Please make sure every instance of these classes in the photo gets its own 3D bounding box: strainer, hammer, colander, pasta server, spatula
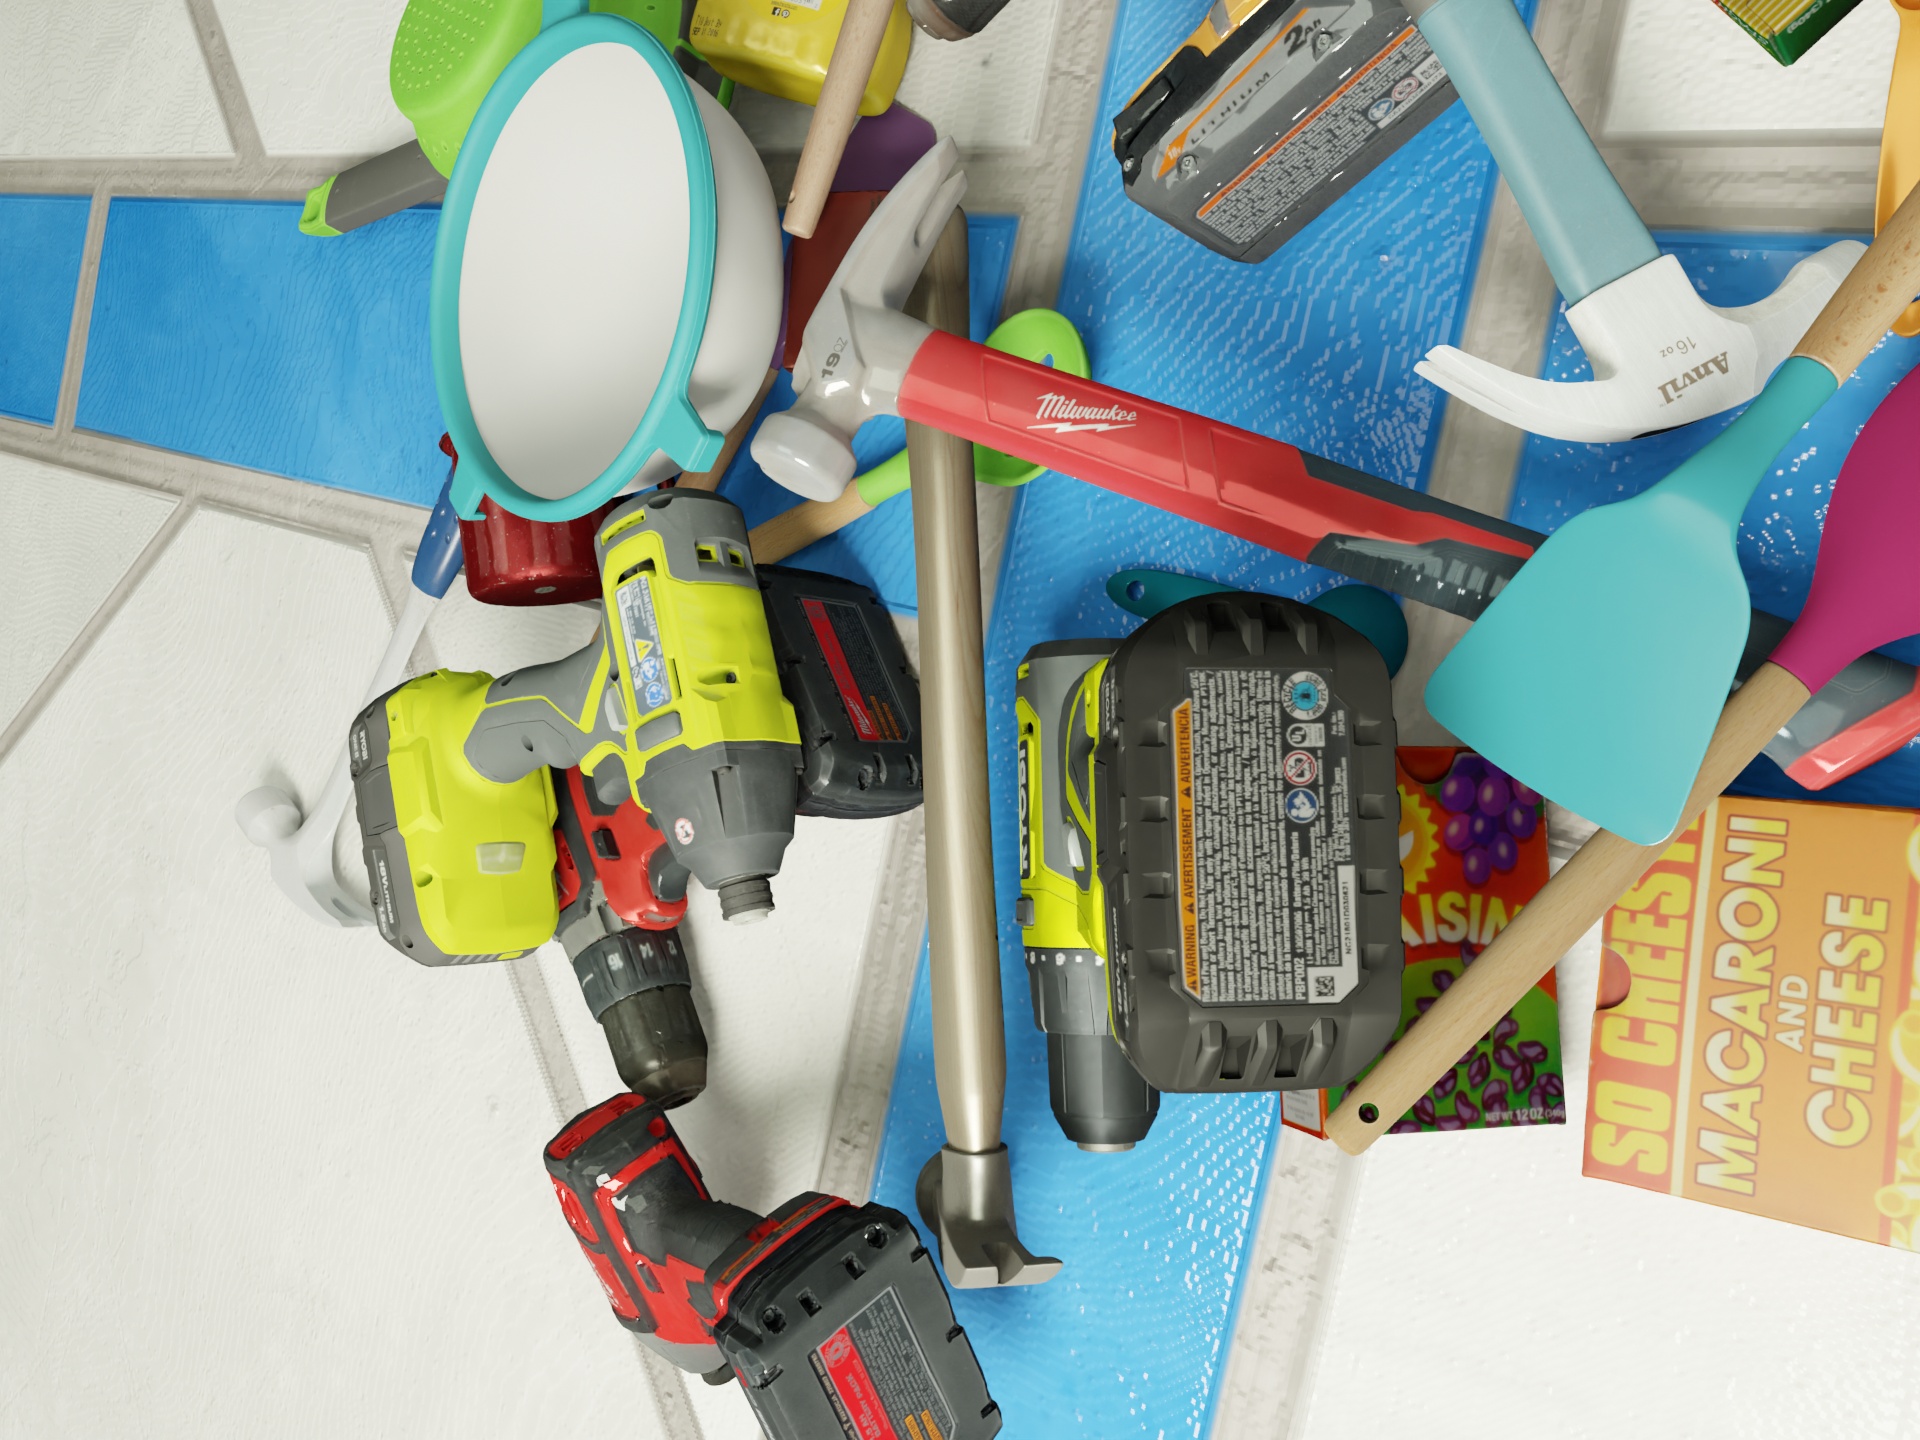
[{"bbox_3d":[-0.143,-0.254,0.707,0.211,0.095,0.340,-2,87,44],"label":"strainer"},{"bbox_3d":[-0.001,-0.002,0.604,0.038,0.146,0.411,-2,82,-7],"label":"hammer"},{"bbox_3d":[0.121,-0.085,0.532,0.386,0.038,0.143,23,79,20],"label":"hammer"},{"bbox_3d":[-0.282,-0.332,0.855,0.397,0.094,0.204,-1,74,40],"label":"colander"},{"bbox_3d":[-0.303,-0.063,0.902,0.144,0.035,0.405,40,109,32],"label":"hammer"},{"bbox_3d":[-0.011,-0.350,0.654,0.060,0.040,0.316,28,100,62],"label":"pasta server"},{"bbox_3d":[0.149,-0.236,0.493,0.128,0.033,0.331,-28,88,4],"label":"hammer"},{"bbox_3d":[0.255,-0.113,0.450,0.082,0.044,0.317,38,88,34],"label":"spatula"},{"bbox_3d":[-0.104,-0.148,0.760,0.060,0.018,0.316,39,103,27],"label":"spatula"}]

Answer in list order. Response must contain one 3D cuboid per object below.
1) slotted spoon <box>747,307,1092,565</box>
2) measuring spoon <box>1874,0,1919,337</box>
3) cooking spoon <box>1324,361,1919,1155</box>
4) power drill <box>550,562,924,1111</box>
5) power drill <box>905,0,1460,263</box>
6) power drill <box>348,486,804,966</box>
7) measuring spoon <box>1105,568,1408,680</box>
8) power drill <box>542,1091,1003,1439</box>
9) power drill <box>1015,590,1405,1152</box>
[{"bbox_3d":[-0.061,-0.098,0.731,0.314,0.031,0.070,-22,73,35],"label":"slotted spoon"},{"bbox_3d":[0.293,-0.175,0.486,0.021,0.011,0.117,3,91,37],"label":"measuring spoon"},{"bbox_3d":[0.217,0.007,0.452,0.069,0.017,0.319,44,97,17],"label":"cooking spoon"},{"bbox_3d":[-0.112,0.056,0.727,0.226,0.080,0.188,-37,65,31],"label":"power drill"},{"bbox_3d":[0.072,-0.286,0.618,0.185,0.084,0.226,-36,62,31],"label":"power drill"},{"bbox_3d":[-0.162,0.023,0.676,0.223,0.080,0.171,-24,73,36],"label":"power drill"},{"bbox_3d":[0.105,-0.040,0.603,0.129,0.021,0.042,17,96,35],"label":"measuring spoon"},{"bbox_3d":[-0.088,0.241,0.652,0.220,0.078,0.143,3,119,54],"label":"power drill"},{"bbox_3d":[0.064,0.057,0.528,0.080,0.228,0.190,0,84,-8],"label":"power drill"}]
